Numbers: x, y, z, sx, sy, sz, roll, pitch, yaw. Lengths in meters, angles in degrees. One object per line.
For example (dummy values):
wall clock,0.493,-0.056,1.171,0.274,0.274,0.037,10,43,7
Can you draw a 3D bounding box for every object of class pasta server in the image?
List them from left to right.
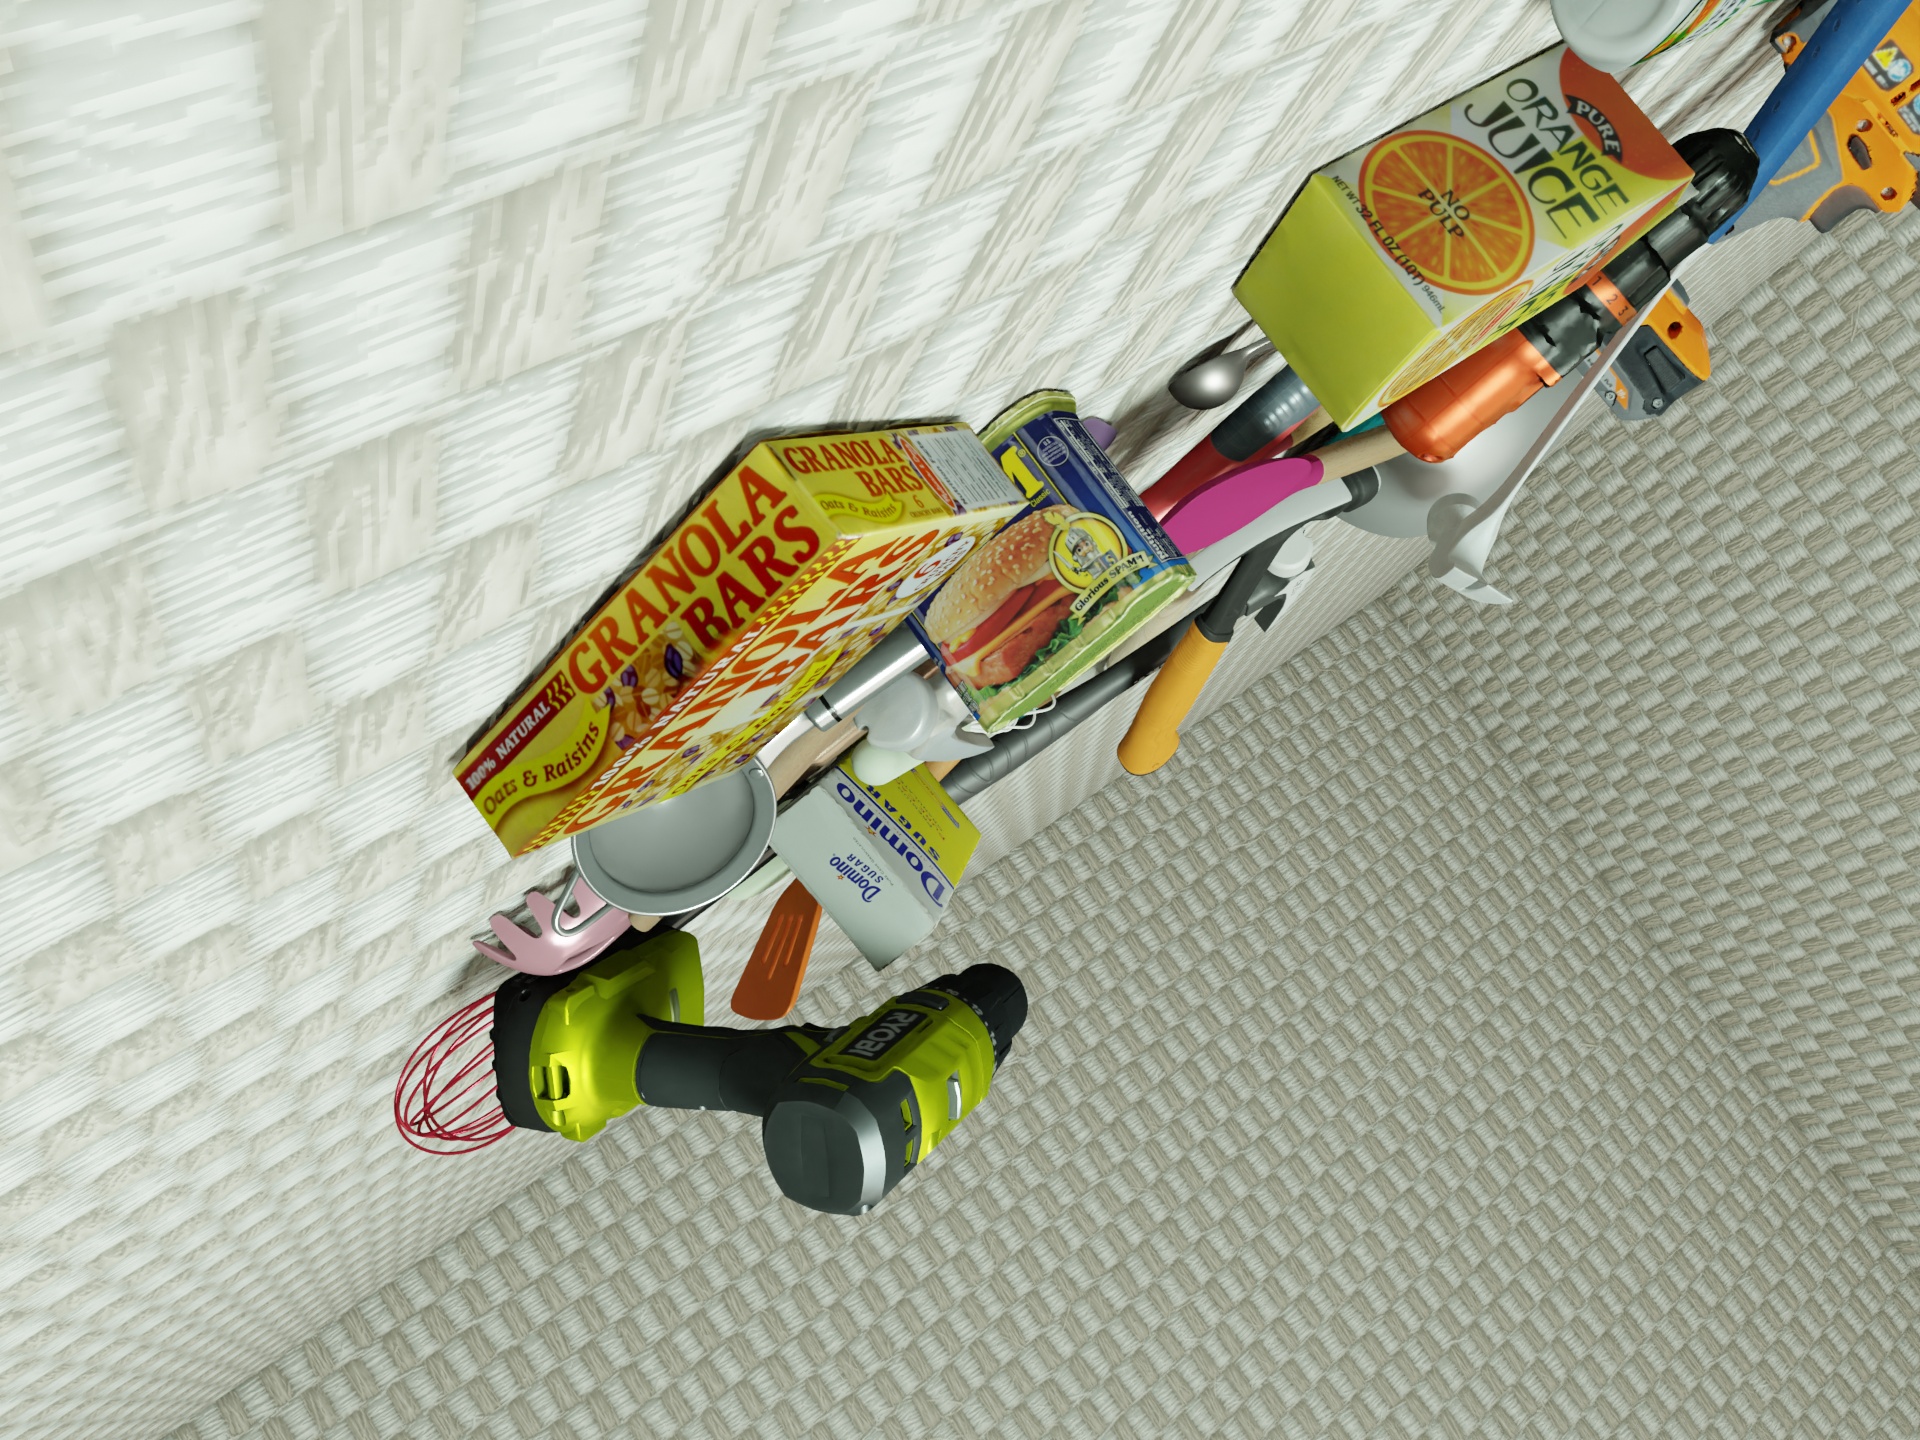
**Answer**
pasta server,-0.096,0.025,0.781,0.316,0.040,0.060,-39,173,-11

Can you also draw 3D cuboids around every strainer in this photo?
strainer,-0.064,-0.001,0.652,0.258,0.050,0.086,-35,127,2
strainer,0.369,-0.218,1.043,0.340,0.095,0.211,-35,177,-19

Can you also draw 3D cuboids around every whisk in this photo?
whisk,-0.193,0.134,0.883,0.296,0.073,0.073,-41,172,-4
whisk,-0.001,-0.003,0.897,0.246,0.058,0.059,-29,134,-65

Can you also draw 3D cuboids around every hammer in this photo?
hammer,0.087,-0.015,1.063,0.335,0.035,0.146,-33,168,0
hammer,0.144,-0.083,1.139,0.146,0.038,0.410,-33,171,-13
hammer,0.140,-0.041,0.958,0.127,0.034,0.336,-27,162,-18
hammer,0.118,-0.114,0.744,0.386,0.038,0.143,-41,166,12
hammer,0.358,-0.228,0.782,0.405,0.035,0.144,-59,-179,29

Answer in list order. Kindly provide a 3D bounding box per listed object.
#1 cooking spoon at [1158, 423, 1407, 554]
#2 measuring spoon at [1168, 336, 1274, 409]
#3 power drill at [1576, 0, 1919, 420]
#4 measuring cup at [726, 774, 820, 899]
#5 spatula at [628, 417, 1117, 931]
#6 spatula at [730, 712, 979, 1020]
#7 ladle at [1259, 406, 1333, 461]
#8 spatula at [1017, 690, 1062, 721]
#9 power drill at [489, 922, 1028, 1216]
cooking spoon,0.175,-0.122,0.749,0.319,0.017,0.068,-24,166,-48
measuring spoon,0.147,-0.158,0.662,0.124,0.018,0.034,-23,178,13
power drill,0.431,-0.263,0.846,0.226,0.164,0.084,-39,-174,35
measuring cup,-0.078,0.052,0.954,0.167,0.038,0.083,-32,171,-13
spatula,-0.047,-0.014,0.695,0.316,0.018,0.059,-46,163,18
spatula,-0.029,0.054,0.977,0.323,0.041,0.081,-45,-162,-27
ladle,0.202,-0.172,0.896,0.315,0.031,0.069,-35,170,-19
spatula,0.058,-0.036,1.099,0.082,0.044,0.317,-28,164,-45
power drill,-0.091,0.156,0.778,0.228,0.080,0.190,4,-166,25
